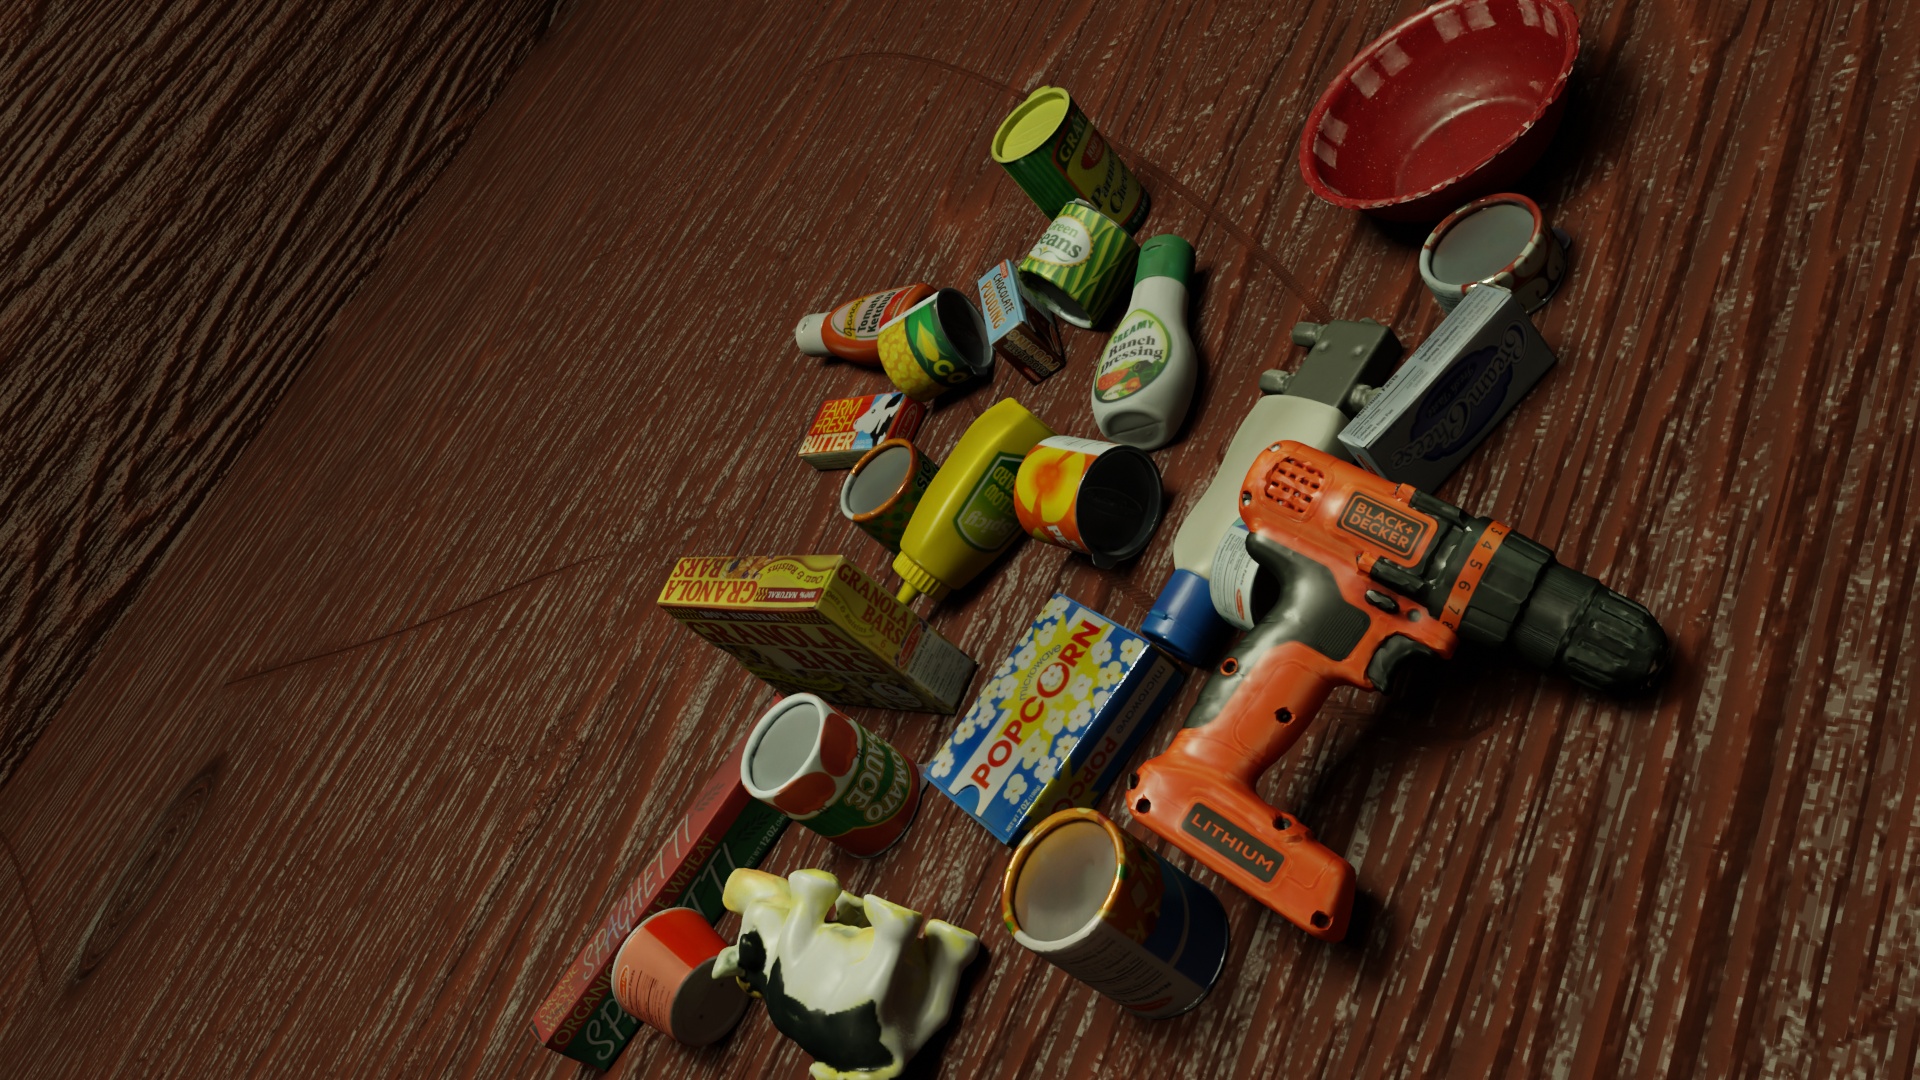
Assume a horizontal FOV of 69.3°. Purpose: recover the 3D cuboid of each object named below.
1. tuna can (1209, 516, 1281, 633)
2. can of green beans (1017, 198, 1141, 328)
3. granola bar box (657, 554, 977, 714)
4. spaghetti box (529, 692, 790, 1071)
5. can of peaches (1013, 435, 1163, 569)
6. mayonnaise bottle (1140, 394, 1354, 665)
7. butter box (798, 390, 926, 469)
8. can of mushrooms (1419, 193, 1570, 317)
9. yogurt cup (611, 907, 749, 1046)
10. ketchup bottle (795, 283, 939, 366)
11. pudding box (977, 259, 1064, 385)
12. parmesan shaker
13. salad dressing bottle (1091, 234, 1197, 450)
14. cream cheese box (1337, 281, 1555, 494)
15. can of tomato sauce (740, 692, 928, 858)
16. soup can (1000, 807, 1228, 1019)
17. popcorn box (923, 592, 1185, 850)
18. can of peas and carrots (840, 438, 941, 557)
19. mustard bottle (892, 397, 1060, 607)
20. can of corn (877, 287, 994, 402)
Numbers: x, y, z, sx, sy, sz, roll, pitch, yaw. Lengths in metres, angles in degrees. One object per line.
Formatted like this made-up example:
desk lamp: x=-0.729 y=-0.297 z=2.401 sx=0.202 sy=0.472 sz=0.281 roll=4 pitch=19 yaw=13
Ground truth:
tuna can: x=0.157 y=0.016 z=0.673 sx=0.071 sy=0.071 sz=0.033 roll=-53 pitch=34 yaw=-5
can of green beans: x=0.081 y=-0.186 z=0.940 sx=0.058 sy=0.071 sz=0.071 roll=-53 pitch=35 yaw=-5
granola bar box: x=-0.091 y=0.057 z=0.849 sx=0.165 sy=0.124 sz=0.039 roll=-2 pitch=56 yaw=47
spaghetti box: x=-0.166 y=0.210 z=0.854 sx=0.250 sy=0.050 sz=0.029 roll=-54 pitch=34 yaw=-6
can of peaches: x=0.072 y=-0.023 z=0.799 sx=0.058 sy=0.071 sz=0.071 roll=16 pitch=70 yaw=52
mayonnaise bottle: x=0.147 y=-0.006 z=0.724 sx=0.148 sy=0.041 sz=0.065 roll=-57 pitch=34 yaw=-9
butter box: x=-0.076 y=-0.082 z=1.049 sx=0.103 sy=0.024 sz=0.053 roll=-1 pitch=58 yaw=47
can of mushrooms: x=0.277 y=-0.147 z=0.720 sx=0.071 sy=0.033 sz=0.071 roll=-29 pitch=39 yaw=27
yogurt cup: x=-0.157 y=0.252 z=0.794 sx=0.054 sy=0.072 sz=0.072 roll=17 pitch=71 yaw=44
ketchup bottle: x=-0.076 y=-0.169 z=1.114 sx=0.148 sy=0.043 sz=0.065 roll=3 pitch=60 yaw=49
pudding box: x=0.042 y=-0.153 z=0.967 sx=0.030 sy=0.049 sz=0.084 roll=-35 pitch=38 yaw=22
parmesan shaker: x=0.080 y=-0.260 z=0.978 sx=0.071 sy=0.103 sz=0.072 roll=-28 pitch=41 yaw=28
salad dressing bottle: x=0.119 y=-0.126 z=0.862 sx=0.064 sy=0.044 sz=0.148 roll=-15 pitch=47 yaw=37
cream cheese box: x=0.237 y=-0.070 z=0.675 sx=0.104 sy=0.053 sz=0.024 roll=-48 pitch=33 yaw=2
can of tomato sauce: x=-0.072 y=0.134 z=0.793 sx=0.071 sy=0.083 sz=0.071 roll=-29 pitch=40 yaw=28
soup can: x=0.068 y=0.162 z=0.615 sx=0.071 sy=0.083 sz=0.072 roll=-29 pitch=39 yaw=27
popcorn box: x=0.049 y=0.098 z=0.736 sx=0.127 sy=0.038 sz=0.085 roll=-53 pitch=36 yaw=-6
can of peas and carrots: x=-0.035 y=-0.028 z=0.925 sx=0.070 sy=0.058 sz=0.071 roll=-28 pitch=41 yaw=28
mustard bottle: x=0.003 y=-0.011 z=0.868 sx=0.160 sy=0.065 sz=0.049 roll=-53 pitch=29 yaw=5
can of corn: x=-0.017 y=-0.138 z=1.005 sx=0.058 sy=0.071 sz=0.071 roll=-26 pitch=41 yaw=31
